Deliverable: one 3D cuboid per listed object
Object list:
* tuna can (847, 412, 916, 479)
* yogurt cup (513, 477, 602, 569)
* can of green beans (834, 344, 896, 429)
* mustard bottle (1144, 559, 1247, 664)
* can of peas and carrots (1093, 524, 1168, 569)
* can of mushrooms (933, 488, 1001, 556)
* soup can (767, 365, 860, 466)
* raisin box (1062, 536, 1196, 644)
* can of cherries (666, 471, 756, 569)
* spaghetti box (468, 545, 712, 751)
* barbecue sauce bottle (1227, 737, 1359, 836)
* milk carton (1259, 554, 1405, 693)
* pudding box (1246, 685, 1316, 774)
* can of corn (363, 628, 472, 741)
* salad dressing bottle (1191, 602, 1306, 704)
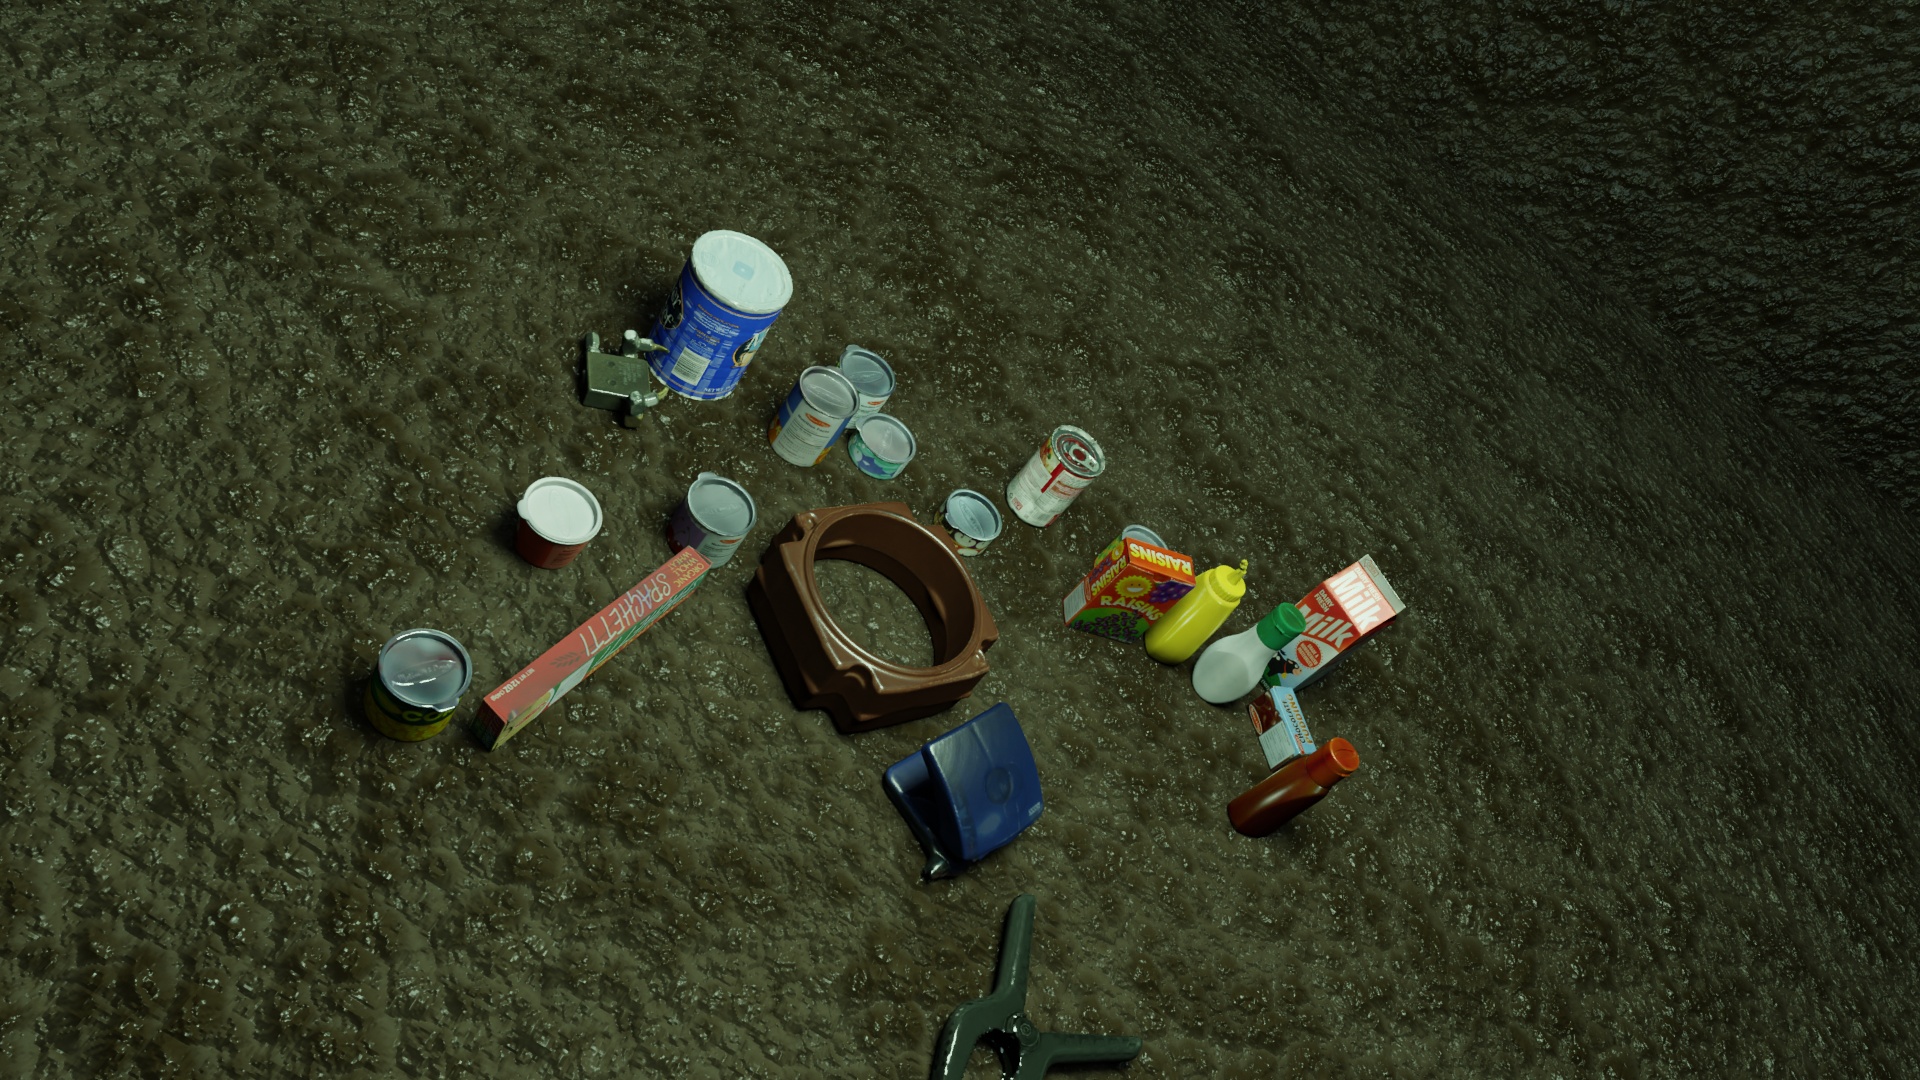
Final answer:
[{"bbox_3d":[-0.085,-0.100,1.460,0.071,0.032,0.071,20,46,-22],"label":"tuna can"},{"bbox_3d":[-0.346,-0.012,1.184,0.072,0.053,0.073,20,46,-22],"label":"yogurt cup"},{"bbox_3d":[-0.110,-0.160,1.474,0.071,0.057,0.071,20,46,-22],"label":"can of green beans"},{"bbox_3d":[0.256,0.070,1.469,0.049,0.159,0.066,25,45,-17],"label":"mustard bottle"},{"bbox_3d":[0.189,0.028,1.532,0.071,0.058,0.071,20,46,-22],"label":"can of peas and carrots"},{"bbox_3d":[0.005,-0.018,1.456,0.071,0.033,0.071,20,46,-22],"label":"can of mushrooms"},{"bbox_3d":[-0.148,-0.126,1.399,0.071,0.083,0.072,20,46,-22],"label":"soup can"},{"bbox_3d":[0.175,0.054,1.452,0.086,0.122,0.040,18,47,-23],"label":"raisin box"},{"bbox_3d":[-0.229,-0.018,1.270,0.071,0.058,0.072,20,46,-22],"label":"can of cherries"},{"bbox_3d":[-0.298,0.083,1.143,0.029,0.050,0.251,43,42,2],"label":"spaghetti box"},{"bbox_3d":[0.335,0.247,1.388,0.065,0.147,0.044,7,52,-32],"label":"barbecue sauce bottle"},{"bbox_3d":[0.405,0.096,1.532,0.074,0.189,0.072,-14,65,-42],"label":"milk carton"},{"bbox_3d":[0.348,0.205,1.505,0.030,0.049,0.084,6,53,-32],"label":"pudding box"},{"bbox_3d":[-0.404,0.111,1.037,0.071,0.058,0.071,20,46,-22],"label":"can of corn"},{"bbox_3d":[0.306,0.120,1.473,0.064,0.147,0.044,48,43,8],"label":"salad dressing bottle"}]
